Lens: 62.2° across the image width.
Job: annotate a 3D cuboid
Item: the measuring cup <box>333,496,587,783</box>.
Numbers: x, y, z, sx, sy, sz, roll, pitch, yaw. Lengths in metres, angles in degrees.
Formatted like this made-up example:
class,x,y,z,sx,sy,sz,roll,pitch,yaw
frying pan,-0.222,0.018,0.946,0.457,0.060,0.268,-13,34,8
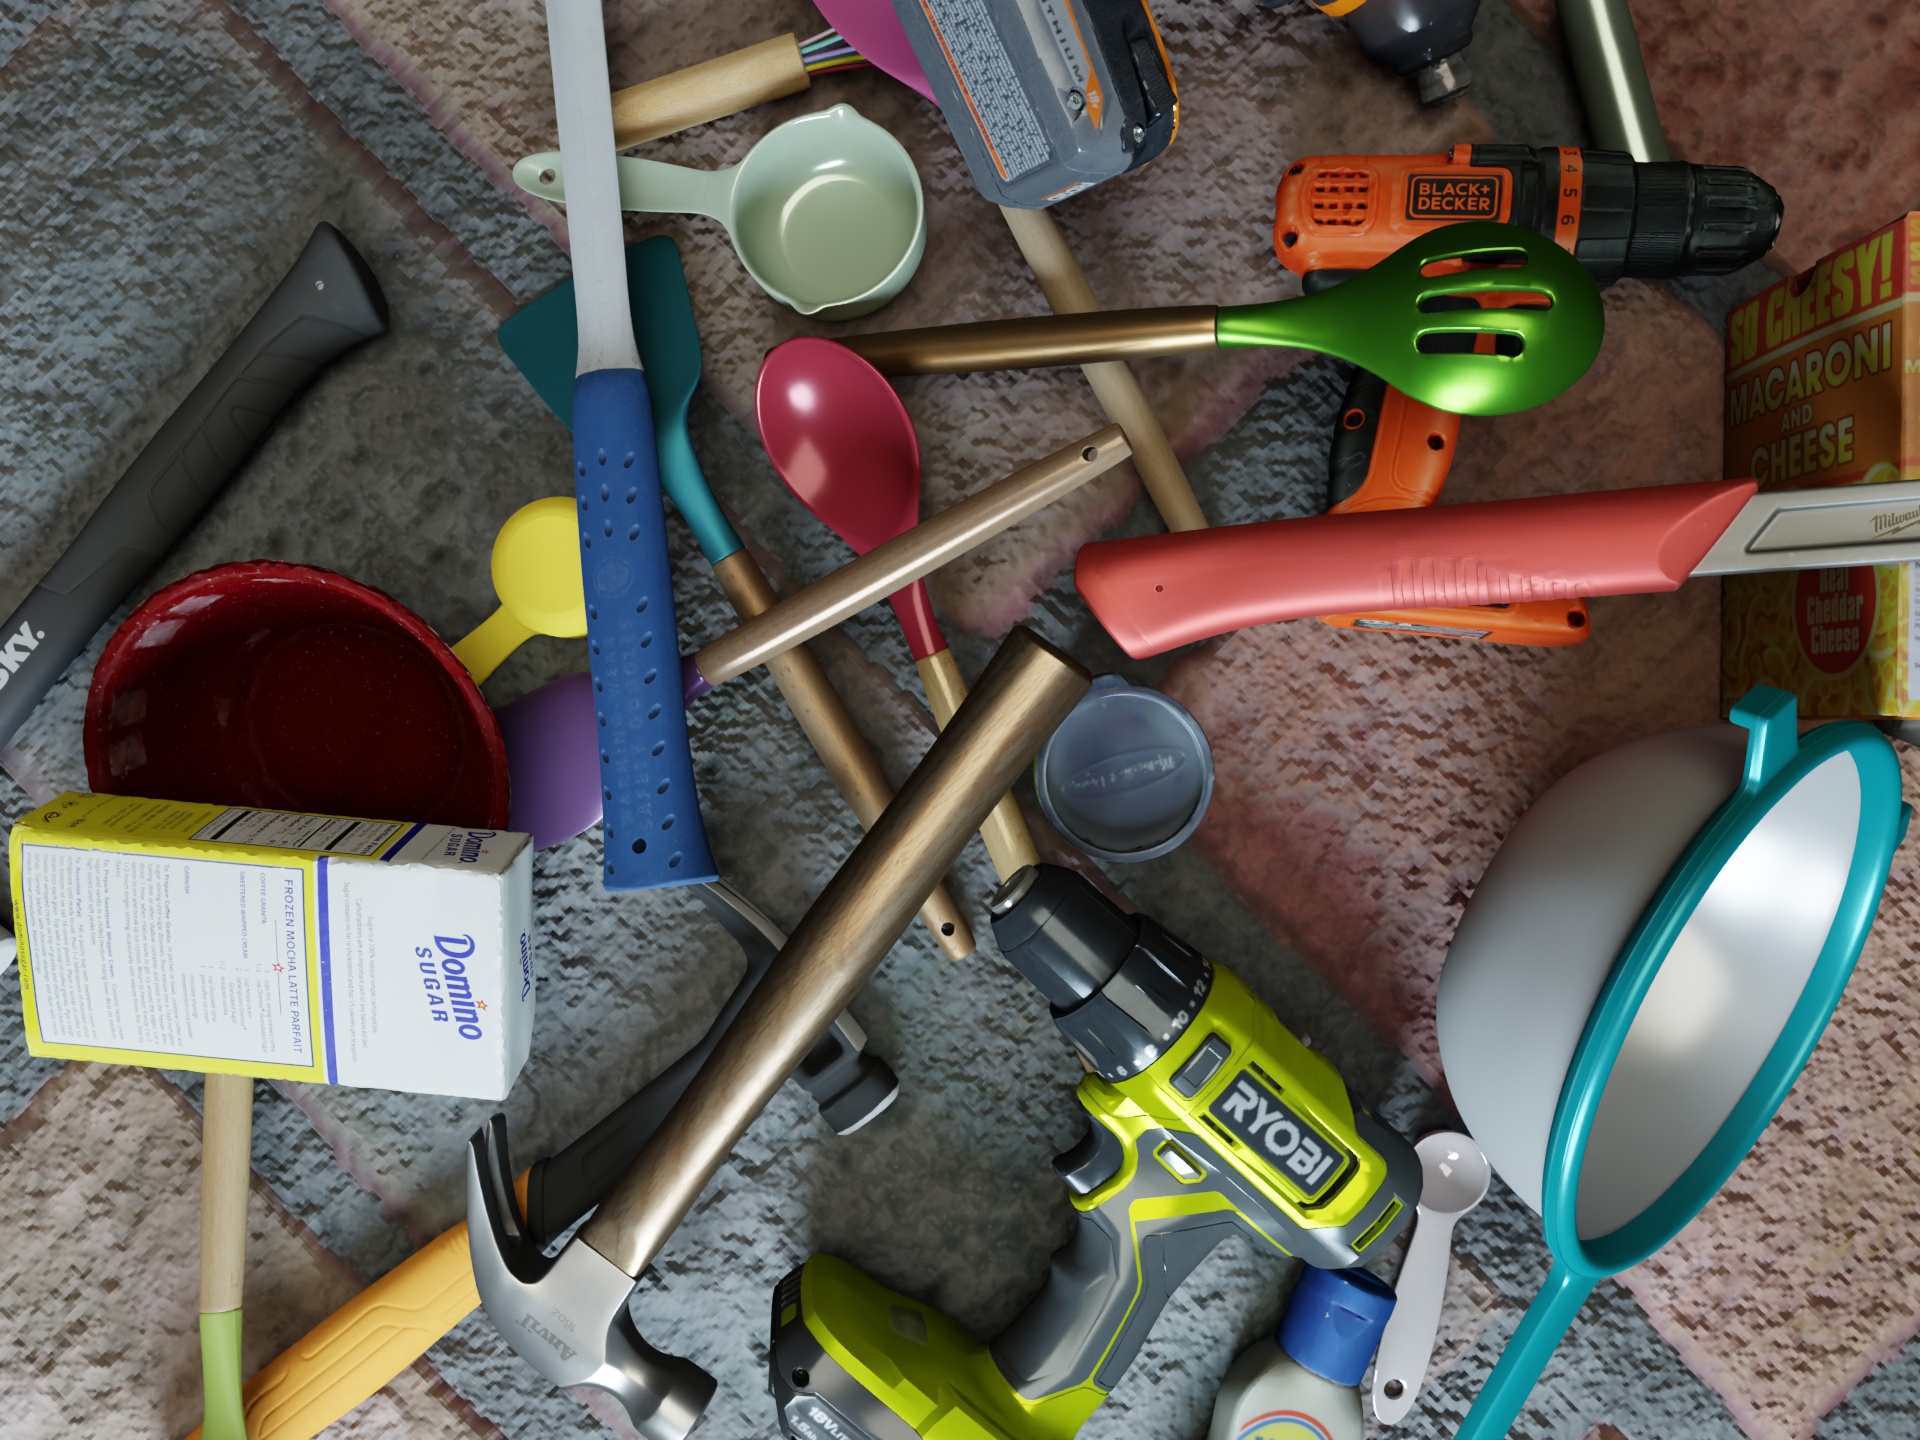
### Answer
class,x,y,z,sx,sy,sz,roll,pitch,yaw
measuring cup,-0.195,-0.028,0.634,0.156,0.029,0.062,-42,89,1

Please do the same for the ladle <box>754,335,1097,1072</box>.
class,x,y,z,sx,sy,sz,roll,pitch,yaw
ladle,-0.001,-0.002,0.627,0.069,0.031,0.315,-20,94,38

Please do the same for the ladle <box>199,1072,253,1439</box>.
class,x,y,z,sx,sy,sz,roll,pitch,yaw
ladle,-0.288,0.196,0.600,0.078,0.062,0.320,-9,77,27

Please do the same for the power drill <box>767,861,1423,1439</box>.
class,x,y,z,sx,sy,sz,roll,pitch,yaw
power drill,0.034,0.184,0.597,0.190,0.080,0.228,42,90,-8

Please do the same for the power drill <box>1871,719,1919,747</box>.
class,x,y,z,sx,sy,sz,roll,pitch,yaw
power drill,0.445,0.071,0.602,0.188,0.080,0.227,0,87,1

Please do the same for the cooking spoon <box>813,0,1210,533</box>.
class,x,y,z,sx,sy,sz,roll,pitch,yaw
cooking spoon,0.024,-0.197,0.611,0.069,0.017,0.319,-26,100,16

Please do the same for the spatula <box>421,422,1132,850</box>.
class,x,y,z,sx,sy,sz,roll,pitch,yaw
spatula,-0.075,-0.029,0.607,0.316,0.018,0.060,-28,89,15

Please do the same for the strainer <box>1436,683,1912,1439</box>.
class,x,y,z,sx,sy,sz,roll,pitch,yaw
strainer,0.211,0.140,0.579,0.095,0.210,0.340,32,98,42

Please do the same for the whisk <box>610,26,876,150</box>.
class,x,y,z,sx,sy,sz,roll,pitch,yaw
whisk,-0.041,-0.266,0.628,0.245,0.051,0.047,-17,95,4

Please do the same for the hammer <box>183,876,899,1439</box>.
class,x,y,z,sx,sy,sz,roll,pitch,yaw
hammer,-0.191,0.202,0.630,0.337,0.034,0.127,-39,90,1

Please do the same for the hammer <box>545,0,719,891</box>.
class,x,y,z,sx,sy,sz,roll,pitch,yaw
hammer,-0.138,-0.139,0.598,0.144,0.035,0.405,-7,85,9

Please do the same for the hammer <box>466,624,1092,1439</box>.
class,x,y,z,sx,sy,sz,roll,pitch,yaw
hammer,-0.065,0.105,0.586,0.130,0.031,0.331,36,95,0

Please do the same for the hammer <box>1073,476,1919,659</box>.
class,x,y,z,sx,sy,sz,roll,pitch,yaw
hammer,0.214,-0.069,0.537,0.359,0.036,0.149,-2,88,22

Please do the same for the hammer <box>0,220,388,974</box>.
class,x,y,z,sx,sy,sz,roll,pitch,yaw
hammer,-0.349,-0.062,0.635,0.146,0.035,0.335,39,90,0

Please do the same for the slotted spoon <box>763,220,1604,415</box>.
class,x,y,z,sx,sy,sz,roll,pitch,yaw
slotted spoon,0.070,-0.141,0.588,0.314,0.031,0.070,1,83,20

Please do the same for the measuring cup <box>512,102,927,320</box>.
class,x,y,z,sx,sy,sz,roll,pitch,yaw
measuring cup,-0.094,-0.203,0.633,0.167,0.038,0.083,10,89,9

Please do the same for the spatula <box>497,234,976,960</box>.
class,x,y,z,sx,sy,sz,roll,pitch,yaw
spatula,-0.077,-0.044,0.637,0.082,0.044,0.317,-30,94,0

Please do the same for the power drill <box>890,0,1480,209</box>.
class,x,y,z,sx,sy,sz,roll,pitch,yaw
power drill,0.096,-0.272,0.576,0.226,0.084,0.164,-35,108,-21

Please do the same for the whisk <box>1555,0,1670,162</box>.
class,x,y,z,sx,sy,sz,roll,pitch,yaw
whisk,0.244,-0.295,0.624,0.058,0.059,0.246,-15,94,37

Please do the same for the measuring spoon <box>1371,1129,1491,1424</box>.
class,x,y,z,sx,sy,sz,roll,pitch,yaw
measuring spoon,0.182,0.221,0.636,0.034,0.018,0.124,11,97,-1
